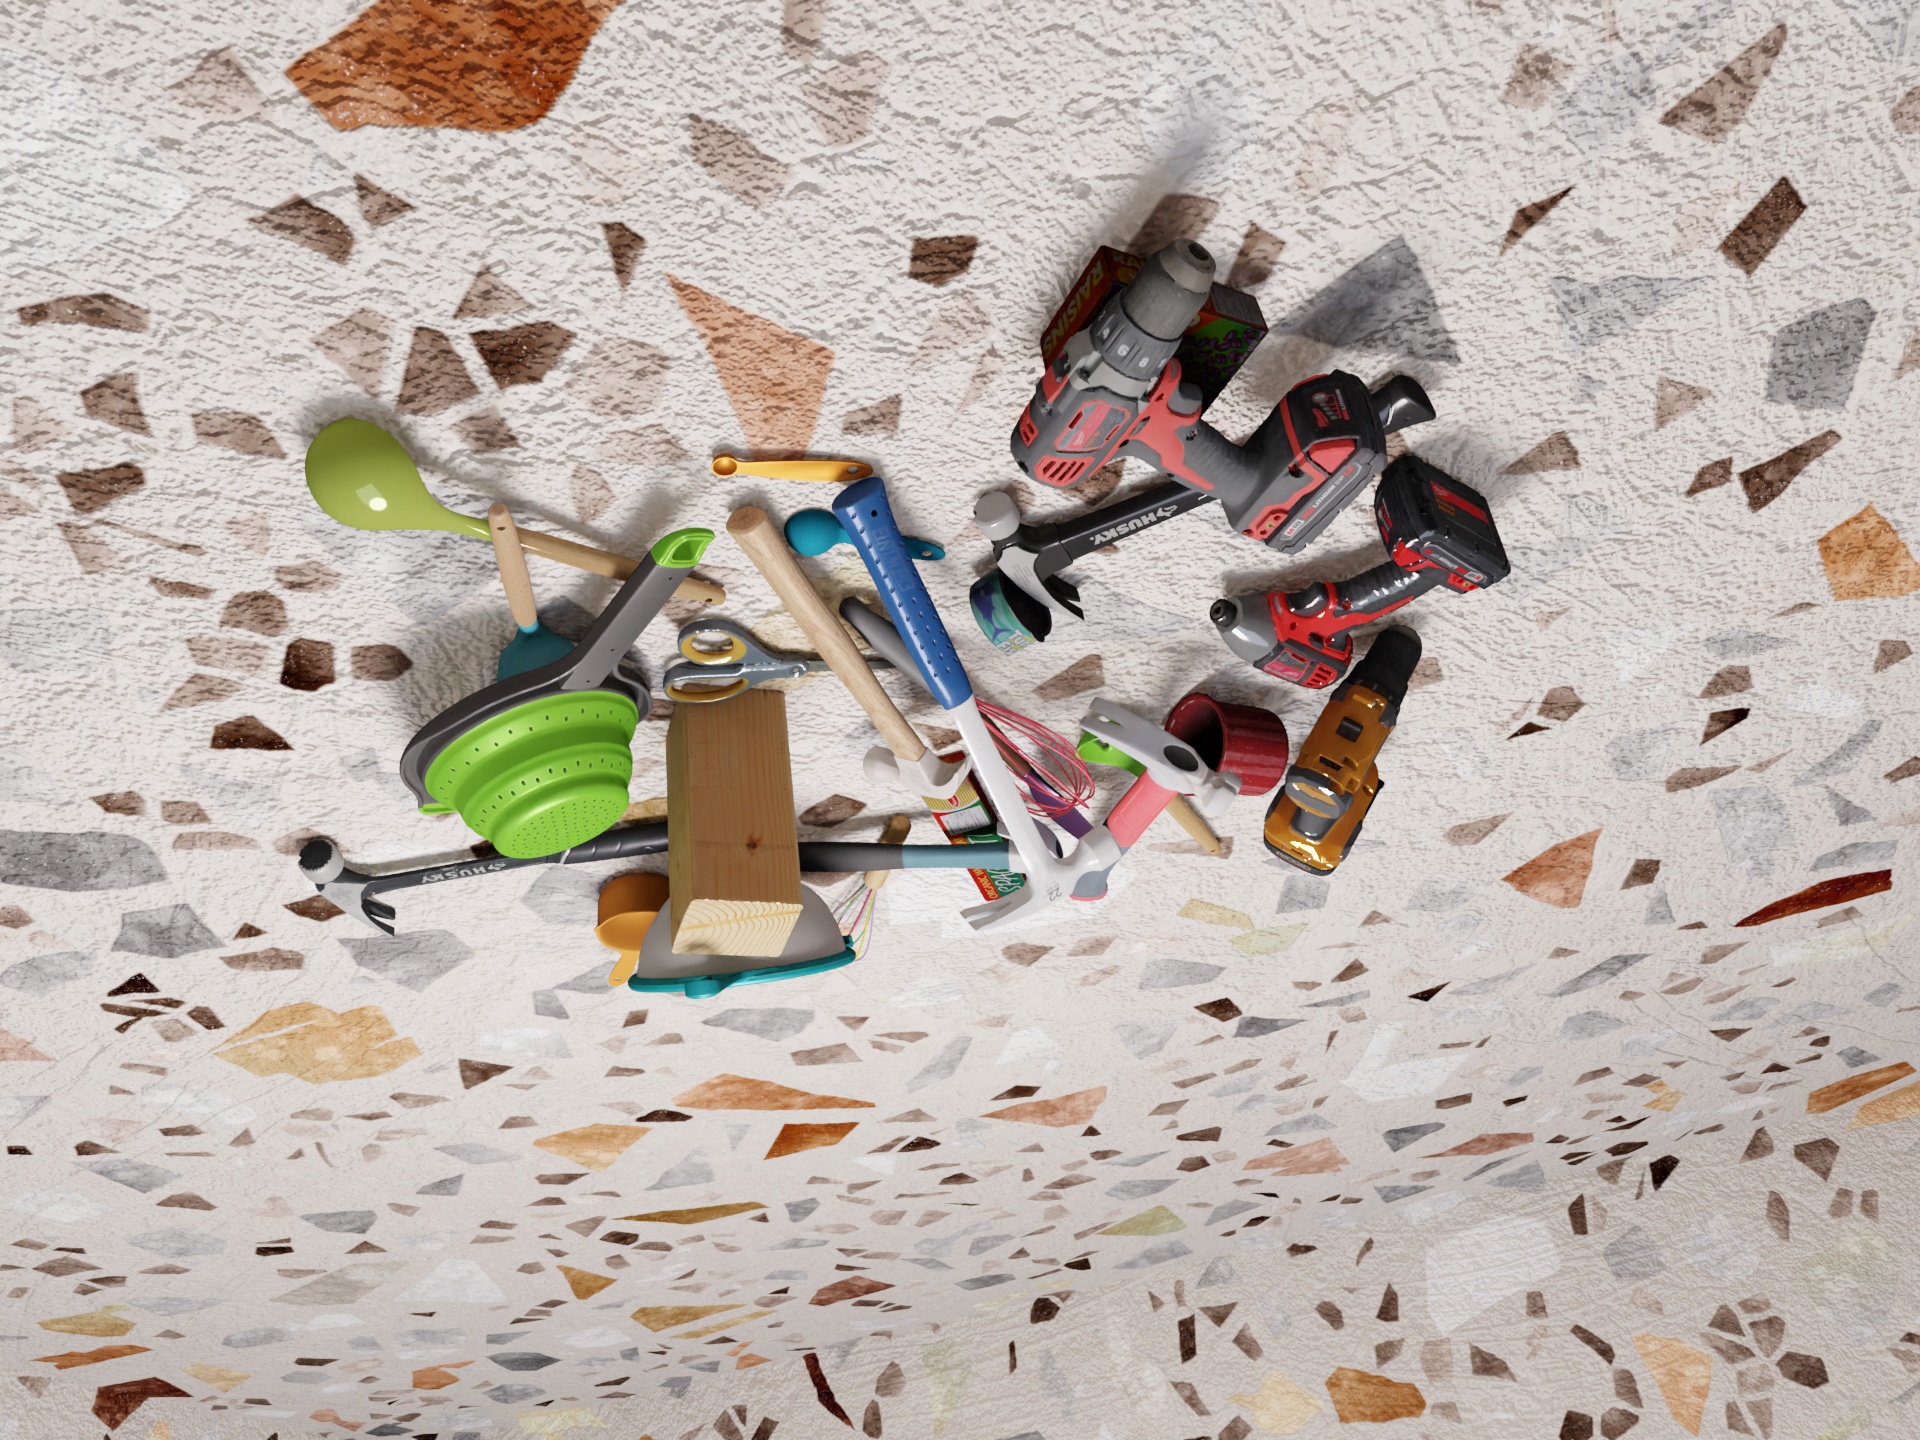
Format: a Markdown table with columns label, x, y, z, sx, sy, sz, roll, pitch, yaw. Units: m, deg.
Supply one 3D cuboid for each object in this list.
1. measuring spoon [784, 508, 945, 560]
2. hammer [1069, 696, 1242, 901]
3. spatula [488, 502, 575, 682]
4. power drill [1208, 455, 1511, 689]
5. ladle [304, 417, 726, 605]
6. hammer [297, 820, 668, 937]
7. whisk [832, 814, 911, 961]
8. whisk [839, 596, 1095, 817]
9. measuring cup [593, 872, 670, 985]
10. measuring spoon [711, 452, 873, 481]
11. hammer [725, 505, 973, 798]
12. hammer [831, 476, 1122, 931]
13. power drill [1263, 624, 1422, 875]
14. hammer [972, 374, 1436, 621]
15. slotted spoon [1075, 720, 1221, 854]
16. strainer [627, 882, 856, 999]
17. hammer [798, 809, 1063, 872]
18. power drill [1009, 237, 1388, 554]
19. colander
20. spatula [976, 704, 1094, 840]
| label | x | y | z | sx | sy | sz | roll | pitch | yaw |
| --- | --- | --- | --- | --- | --- | --- | --- | --- | --- |
| measuring spoon | -0.070 | -0.130 | 1.196 | 0.128 | 0.021 | 0.042 | 9 | 142 | -22 |
| hammer | 0.139 | 0.093 | 1.491 | 0.143 | 0.038 | 0.386 | 31 | 157 | 3 |
| spatula | -0.316 | -0.075 | 1.158 | 0.082 | 0.044 | 0.317 | -10 | 163 | -12 |
| power drill | 0.311 | -0.109 | 1.275 | 0.143 | 0.079 | 0.219 | 19 | 139 | -34 |
| ladle | -0.303 | -0.136 | 1.129 | 0.320 | 0.062 | 0.078 | 15 | 140 | -41 |
| hammer | -0.388 | 0.130 | 1.485 | 0.409 | 0.036 | 0.149 | -9 | 147 | -1 |
| whisk | -0.098 | 0.172 | 1.613 | 0.051 | 0.047 | 0.244 | 6 | 138 | -20 |
| whisk | 0.007 | -0.008 | 1.316 | 0.073 | 0.073 | 0.295 | -32 | 122 | 30 |
| measuring cup | -0.330 | 0.210 | 1.600 | 0.095 | 0.052 | 0.173 | 7 | 144 | -22 |
| measuring spoon | -0.119 | -0.181 | 1.126 | 0.117 | 0.011 | 0.021 | -1 | 145 | -18 |
| hammer | -0.087 | -0.044 | 1.254 | 0.130 | 0.031 | 0.331 | 12 | 149 | 38 |
| hammer | -0.002 | -0.004 | 1.238 | 0.144 | 0.035 | 0.405 | -33 | 121 | -11 |
| power drill | 0.347 | 0.028 | 1.430 | 0.084 | 0.185 | 0.226 | 28 | 161 | 16 |
| hammer | 0.188 | -0.173 | 1.186 | 0.335 | 0.035 | 0.146 | -21 | 143 | 16 |
| slotted spoon | 0.193 | 0.069 | 1.543 | 0.070 | 0.031 | 0.313 | -22 | 146 | 20 |
| strainer | -0.206 | 0.186 | 1.411 | 0.211 | 0.095 | 0.340 | -6 | 176 | 0 |
| hammer | -0.067 | 0.131 | 1.516 | 0.331 | 0.033 | 0.128 | -1 | 141 | 5 |
| power drill | 0.166 | -0.207 | 1.030 | 0.226 | 0.080 | 0.187 | 13 | 140 | -25 |
| colander | -0.282 | 0.002 | 1.215 | 0.204 | 0.095 | 0.397 | -7 | 152 | -46 |
| spatula | 0.042 | 0.029 | 1.407 | 0.060 | 0.018 | 0.315 | 13 | 154 | 46 |
